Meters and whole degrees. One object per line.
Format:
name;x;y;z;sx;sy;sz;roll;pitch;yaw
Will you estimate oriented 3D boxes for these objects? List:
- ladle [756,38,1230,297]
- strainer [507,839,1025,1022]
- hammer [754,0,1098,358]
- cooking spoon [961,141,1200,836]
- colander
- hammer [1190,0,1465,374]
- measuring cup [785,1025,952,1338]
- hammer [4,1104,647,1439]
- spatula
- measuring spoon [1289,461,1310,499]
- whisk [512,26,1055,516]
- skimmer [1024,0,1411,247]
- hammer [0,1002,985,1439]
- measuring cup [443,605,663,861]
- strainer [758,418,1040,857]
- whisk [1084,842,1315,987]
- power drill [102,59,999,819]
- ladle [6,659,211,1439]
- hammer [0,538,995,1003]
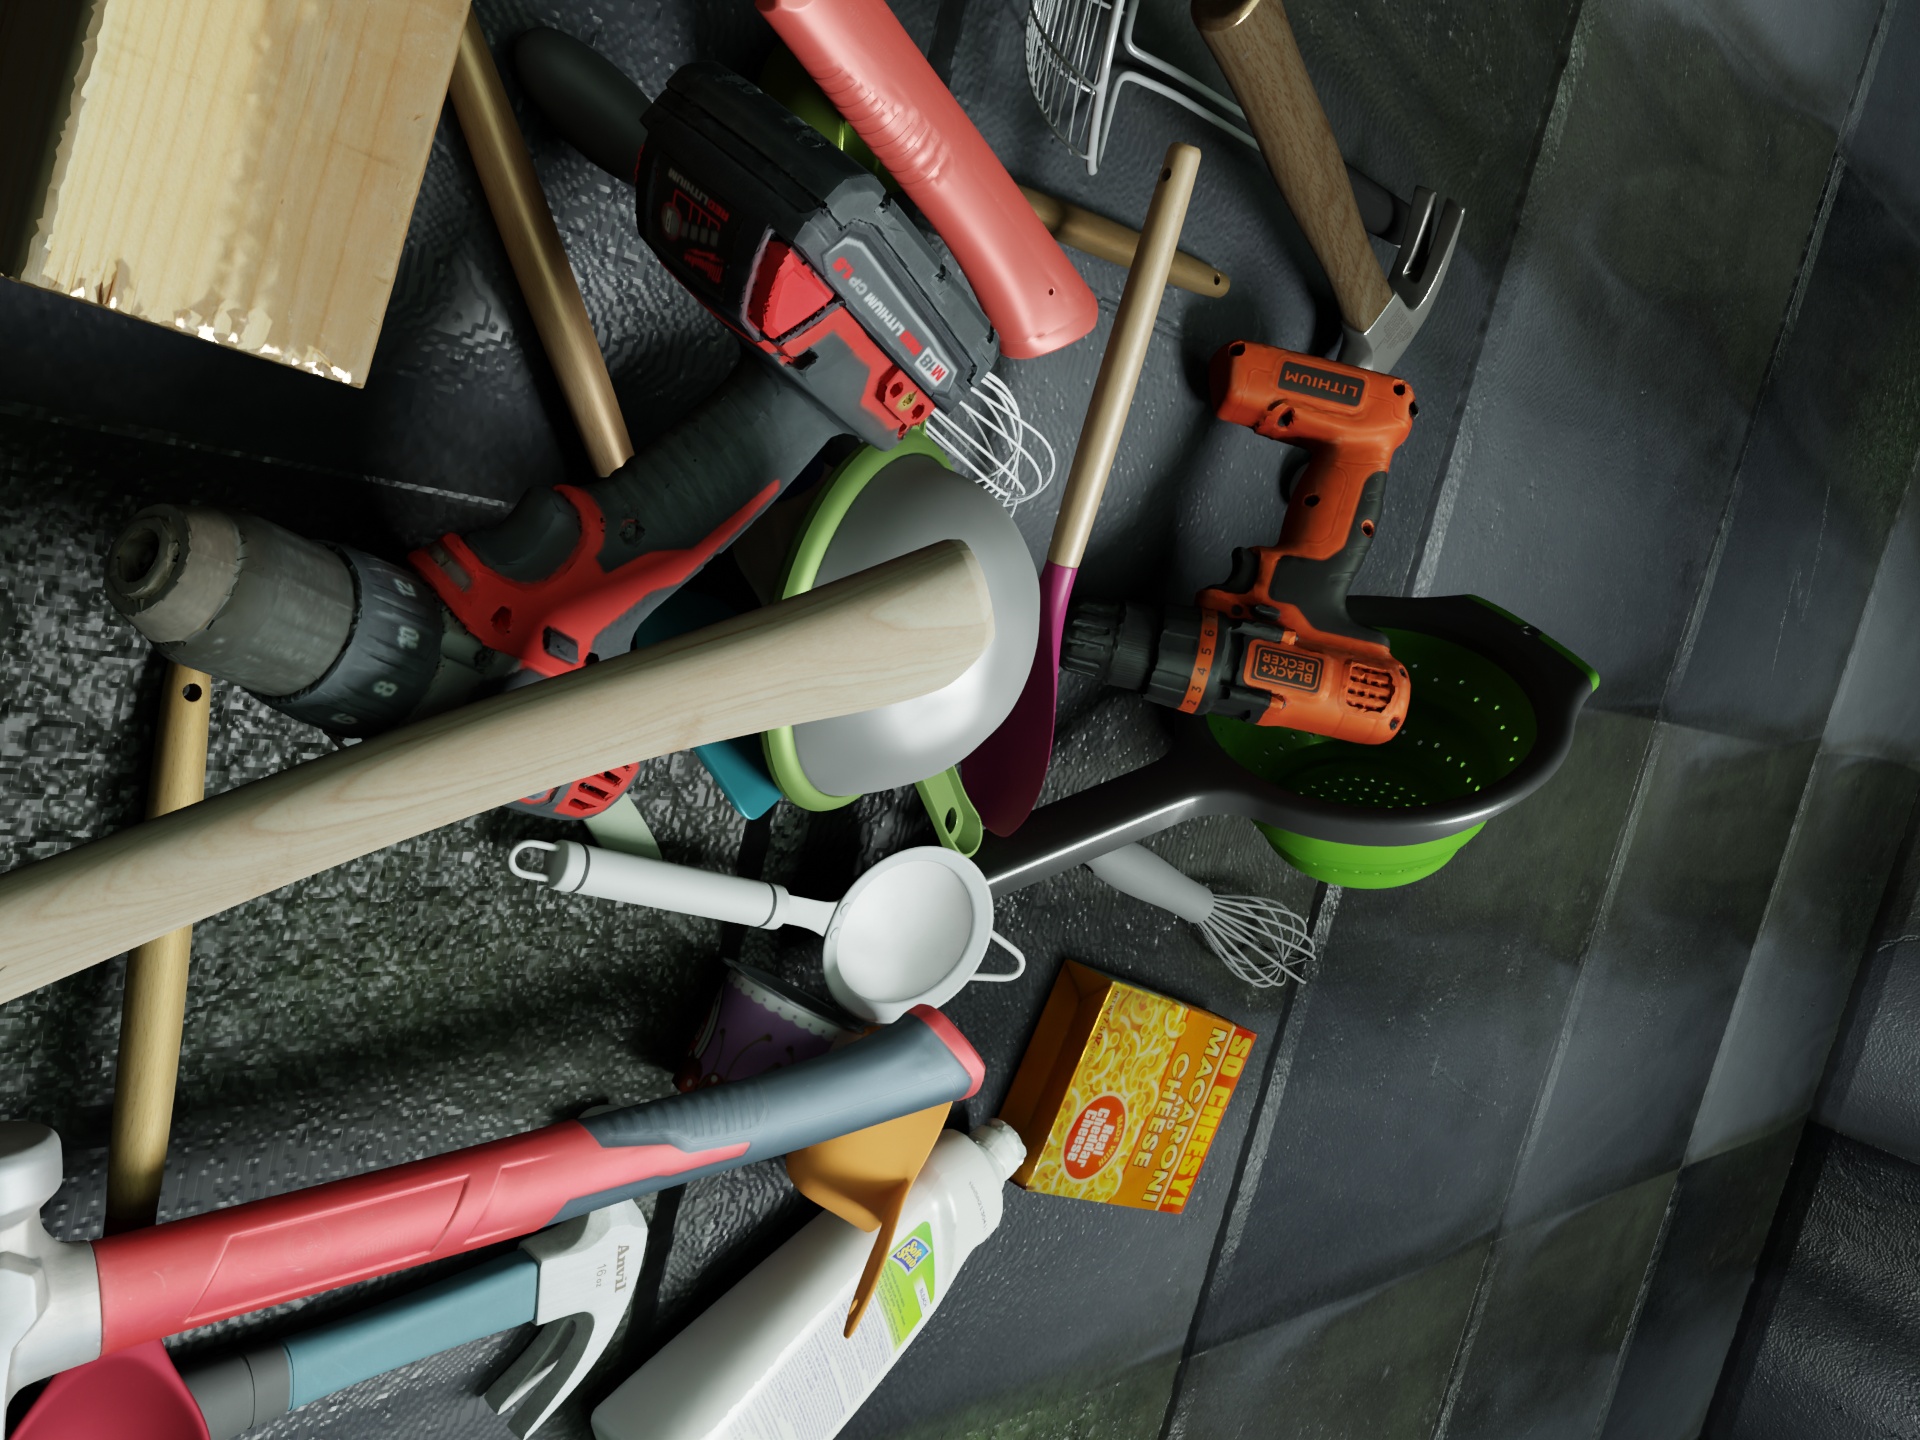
ladle;0.036;-0.222;0.682;0.320;0.062;0.078;1;98;-49
strainer;-0.075;0.077;0.672;0.258;0.050;0.087;18;98;-42
hammer;-0.037;-0.233;0.509;0.358;0.037;0.149;35;78;-56
cooking spoon;0.054;-0.095;0.713;0.017;0.069;0.318;1;113;-36
colander;0.146;0.051;0.836;0.397;0.205;0.094;-20;128;-18
hammer;0.173;-0.248;0.752;0.130;0.031;0.331;-54;153;4
measuring cup;-0.050;0.200;0.700;0.095;0.052;0.174;-58;-177;21
hammer;-0.261;0.242;0.578;0.331;0.033;0.128;-7;110;-44
spatula;-0.120;-0.114;0.560;0.082;0.044;0.317;-54;135;-49
measuring spoon;0.217;-0.172;0.922;0.124;0.018;0.034;-63;151;-16
whisk;-0.060;-0.159;0.613;0.284;0.070;0.070;36;79;-42
skimmer;0.154;-0.282;0.751;0.363;0.090;0.127;6;100;-47
hammer;-0.146;0.178;0.573;0.386;0.038;0.143;-5;99;-40
measuring cup;-0.142;0.011;0.601;0.083;0.038;0.167;-43;130;-25
strainer;-0.001;-0.002;0.648;0.151;0.069;0.256;-63;156;-25
whisk;0.138;0.109;0.926;0.238;0.055;0.055;31;83;-43
power drill;-0.111;-0.076;0.465;0.226;0.080;0.187;-49;151;4
ladle;-0.263;0.132;0.508;0.069;0.031;0.315;5;92;-44
hammer;-0.184;0.025;0.421;0.410;0.038;0.146;-21;145;-12
